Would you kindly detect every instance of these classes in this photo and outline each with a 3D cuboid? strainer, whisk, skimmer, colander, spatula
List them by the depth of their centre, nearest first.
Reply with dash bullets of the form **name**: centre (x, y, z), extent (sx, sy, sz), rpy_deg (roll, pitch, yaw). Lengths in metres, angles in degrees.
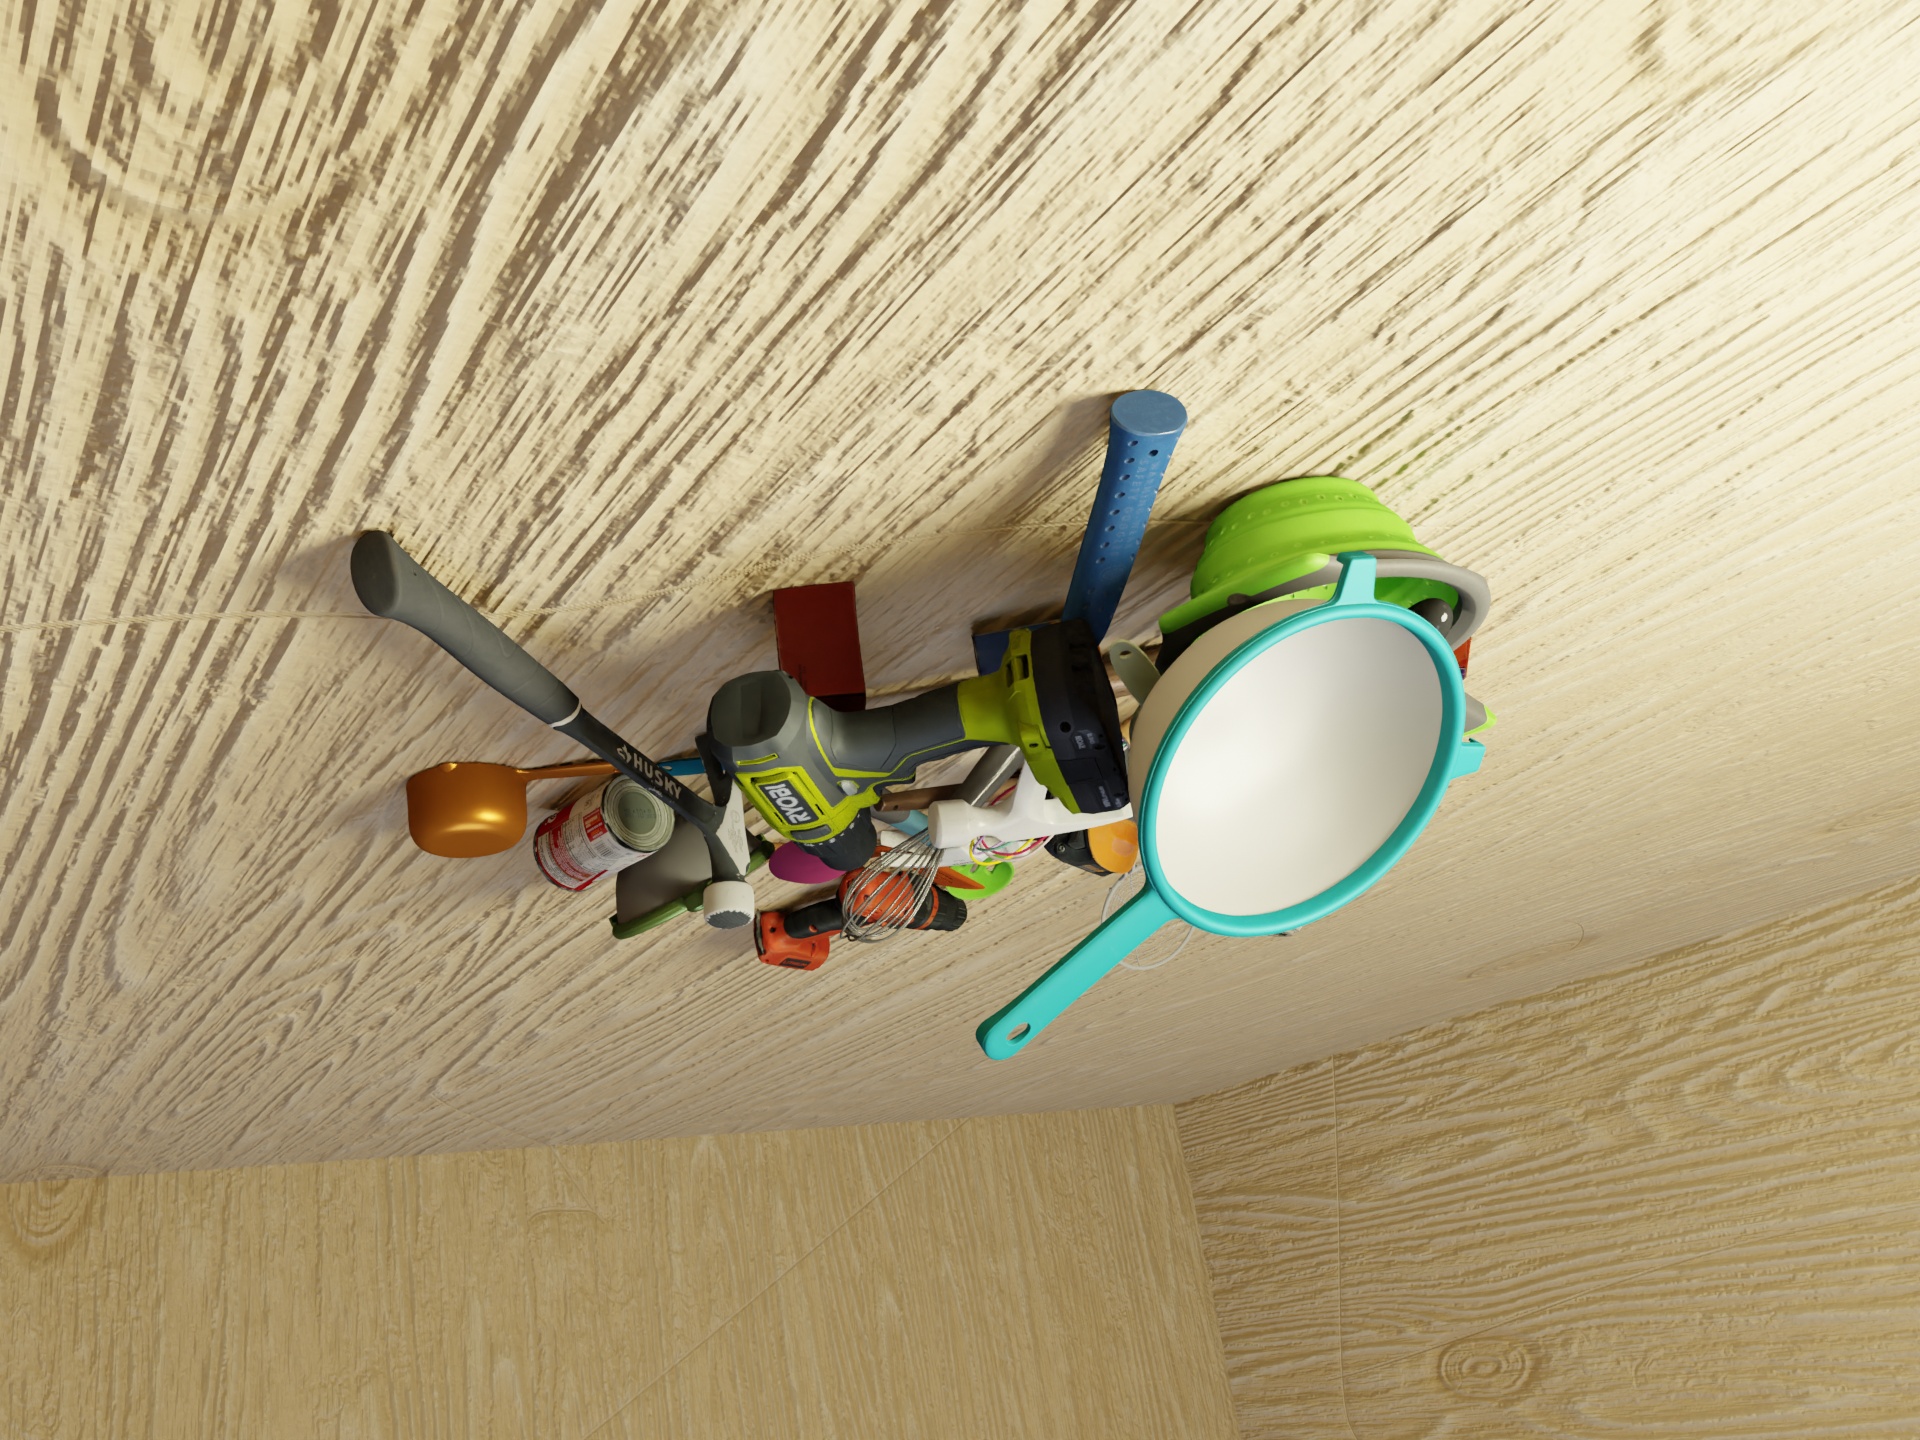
- **strainer**: centre (0.127, 0.054, 0.908), extent (0.340, 0.095, 0.210), rpy_deg (-42, 128, 2)
- **whisk**: centre (0.234, 0.003, 1.015), extent (0.070, 0.070, 0.284), rpy_deg (-2, 153, -18)
- **colander**: centre (0.262, -0.069, 1.047), extent (0.204, 0.095, 0.396), rpy_deg (-23, 155, 32)
- **whisk**: centre (0.105, 0.029, 1.190), extent (0.245, 0.047, 0.051), rpy_deg (-37, -162, -4)
- **whisk**: centre (-0.010, 0.077, 1.209), extent (0.239, 0.055, 0.055), rpy_deg (-49, 166, -17)
- **strainer**: centre (-0.224, 0.115, 1.272), extent (0.151, 0.069, 0.256), rpy_deg (-29, -177, -11)
- **spatula**: centre (0.054, 0.053, 1.302), extent (0.315, 0.018, 0.059), rpy_deg (-4, 130, -42)
- **spatula**: centre (-0.131, 0.134, 1.478), extent (0.322, 0.041, 0.081), rpy_deg (5, 174, -28)
- **skimmer**: centre (0.194, 0.161, 1.620), extent (0.127, 0.090, 0.363), rpy_deg (-40, 159, -11)

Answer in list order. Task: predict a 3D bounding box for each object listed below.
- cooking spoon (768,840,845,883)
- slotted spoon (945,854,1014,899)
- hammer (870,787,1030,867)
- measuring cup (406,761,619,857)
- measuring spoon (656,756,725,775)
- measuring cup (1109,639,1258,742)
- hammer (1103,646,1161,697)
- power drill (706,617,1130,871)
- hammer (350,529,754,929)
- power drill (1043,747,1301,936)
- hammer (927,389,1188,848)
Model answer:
- **cooking spoon**: centre (-0.088, 0.077, 1.200), extent (0.068, 0.017, 0.318), rpy_deg (7, 155, -16)
- **slotted spoon**: centre (0.063, 0.104, 1.505), extent (0.070, 0.031, 0.313), rpy_deg (10, 151, -20)
- **hammer**: centre (-0.060, 0.075, 1.358), extent (0.128, 0.033, 0.330), rpy_deg (-11, 158, 22)
- **measuring cup**: centre (-0.330, 0.065, 1.200), extent (0.173, 0.052, 0.095), rpy_deg (-7, 159, 0)
- **measuring spoon**: centre (-0.182, 0.024, 1.219), extent (0.128, 0.021, 0.042), rpy_deg (-8, 146, 22)
- **measuring cup**: centre (0.123, -0.015, 0.960), extent (0.083, 0.038, 0.167), rpy_deg (-21, 142, 17)
- **hammer**: centre (-0.002, -0.004, 1.165), extent (0.331, 0.031, 0.130), rpy_deg (-12, 146, -3)
- **power drill**: centre (-0.018, 0.025, 0.968), extent (0.228, 0.080, 0.190), rpy_deg (-11, 147, 11)
- **hammer**: centre (-0.239, -0.002, 1.011), extent (0.036, 0.149, 0.408), rpy_deg (-16, 149, 16)
- **power drill**: centre (0.175, 0.075, 1.219), extent (0.226, 0.185, 0.084), rpy_deg (-8, 159, 38)
- **hammer**: centre (0.076, -0.042, 0.991), extent (0.144, 0.035, 0.405), rpy_deg (-4, 145, -14)
